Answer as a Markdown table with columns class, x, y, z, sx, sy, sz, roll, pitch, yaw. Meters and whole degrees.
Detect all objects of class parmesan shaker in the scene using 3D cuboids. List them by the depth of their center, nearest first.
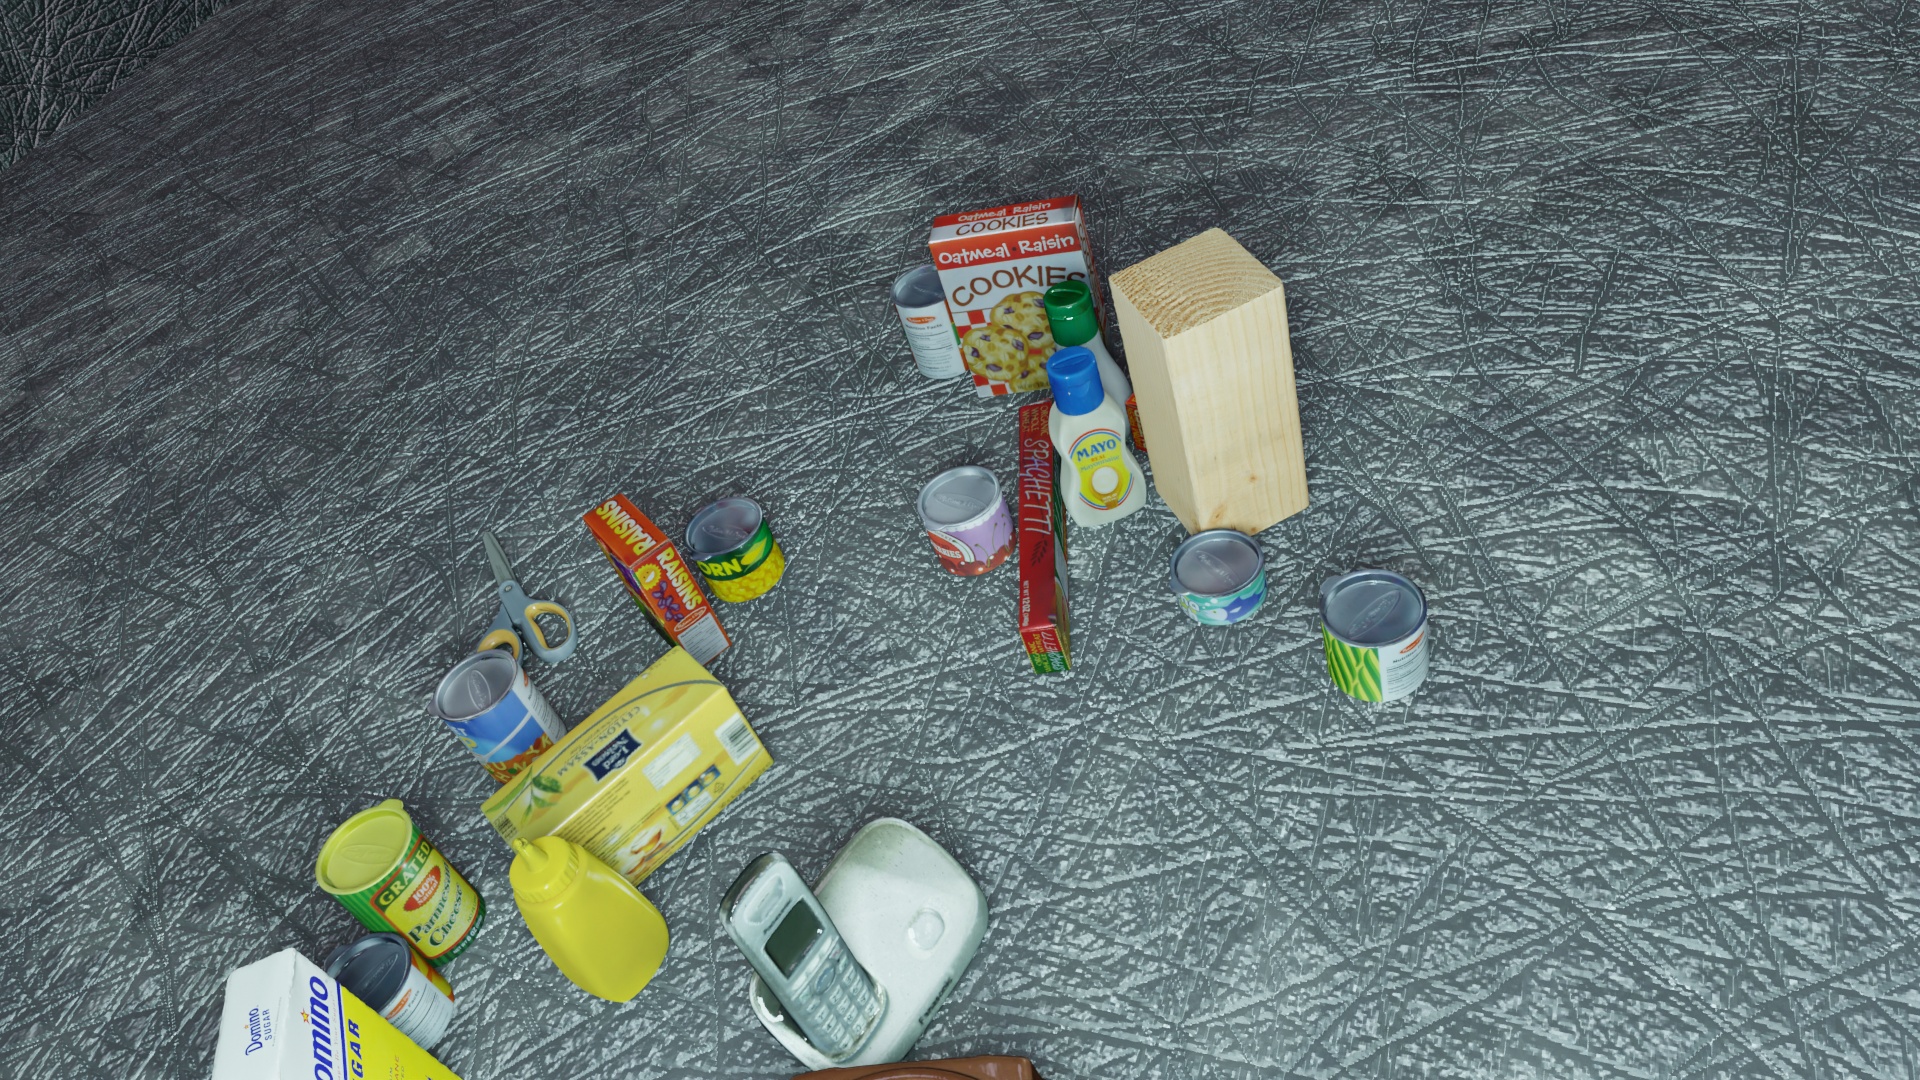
| class | x | y | z | sx | sy | sz | roll | pitch | yaw |
| --- | --- | --- | --- | --- | --- | --- | --- | --- | --- |
| parmesan shaker | -0.371 | 0.232 | 0.932 | 0.071 | 0.102 | 0.072 | -11 | 43 | 10 |

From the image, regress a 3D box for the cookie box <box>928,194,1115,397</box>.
| class | x | y | z | sx | sy | sz | roll | pitch | yaw |
| --- | --- | --- | --- | --- | --- | --- | --- | --- | --- |
| cookie box | 0.055 | -0.202 | 1.168 | 0.123 | 0.166 | 0.040 | -5 | 45 | 16 |

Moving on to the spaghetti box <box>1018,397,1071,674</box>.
| class | x | y | z | sx | sy | sz | roll | pitch | yaw |
| --- | --- | --- | --- | --- | --- | --- | --- | --- | --- |
| spaghetti box | 0.063 | -0.010 | 1.055 | 0.028 | 0.050 | 0.251 | -10 | 44 | 12 |

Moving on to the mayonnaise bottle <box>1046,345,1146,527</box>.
| class | x | y | z | sx | sy | sz | roll | pitch | yaw |
| --- | --- | --- | --- | --- | --- | --- | --- | --- | --- |
| mayonnaise bottle | 0.097 | -0.077 | 1.039 | 0.065 | 0.147 | 0.041 | -19 | 43 | 1 |

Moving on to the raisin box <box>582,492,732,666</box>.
| class | x | y | z | sx | sy | sz | roll | pitch | yaw |
| --- | --- | --- | --- | --- | --- | --- | --- | --- | --- |
| raisin box | -0.233 | 0.033 | 1.069 | 0.040 | 0.122 | 0.086 | -37 | 45 | -17 |

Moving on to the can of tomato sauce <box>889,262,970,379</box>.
| class | x | y | z | sx | sy | sz | roll | pitch | yaw |
| --- | --- | --- | --- | --- | --- | --- | --- | --- | --- |
| can of tomato sauce | -0.019 | -0.199 | 1.255 | 0.071 | 0.082 | 0.071 | -11 | 43 | 10 |

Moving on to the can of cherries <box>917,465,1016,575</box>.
| class | x | y | z | sx | sy | sz | roll | pitch | yaw |
| --- | --- | --- | --- | --- | --- | --- | --- | --- | --- |
| can of cherries | 0.004 | -0.013 | 1.075 | 0.071 | 0.058 | 0.072 | -11 | 43 | 10 |

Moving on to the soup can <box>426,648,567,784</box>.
| class | x | y | z | sx | sy | sz | roll | pitch | yaw |
| --- | --- | --- | --- | --- | --- | --- | --- | --- | --- |
| soup can | -0.345 | 0.134 | 1.037 | 0.071 | 0.083 | 0.072 | -11 | 43 | 10 |

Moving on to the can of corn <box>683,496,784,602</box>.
| class | x | y | z | sx | sy | sz | roll | pitch | yaw |
| --- | --- | --- | --- | --- | --- | --- | --- | --- | --- |
| can of corn | -0.183 | 0.010 | 1.121 | 0.071 | 0.058 | 0.071 | -11 | 43 | 10 |

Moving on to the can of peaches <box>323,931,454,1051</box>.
| class | x | y | z | sx | sy | sz | roll | pitch | yaw |
| --- | --- | --- | --- | --- | --- | --- | --- | --- | --- |
| can of peaches | -0.373 | 0.296 | 0.900 | 0.071 | 0.057 | 0.071 | -11 | 43 | 10 |

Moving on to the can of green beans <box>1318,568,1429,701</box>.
| class | x | y | z | sx | sy | sz | roll | pitch | yaw |
| --- | --- | --- | --- | --- | --- | --- | --- | --- | --- |
| can of green beans | 0.268 | 0.062 | 0.899 | 0.071 | 0.057 | 0.071 | -11 | 43 | 10 |

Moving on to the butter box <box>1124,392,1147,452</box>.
| class | x | y | z | sx | sy | sz | roll | pitch | yaw |
| --- | --- | --- | --- | --- | --- | --- | --- | --- | --- |
| butter box | 0.174 | -0.122 | 1.125 | 0.024 | 0.053 | 0.104 | 21 | 56 | 36 |

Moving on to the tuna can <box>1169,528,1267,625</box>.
| class | x | y | z | sx | sy | sz | roll | pitch | yaw |
| --- | --- | --- | --- | --- | --- | --- | --- | --- | --- |
| tuna can | 0.181 | 0.027 | 0.985 | 0.071 | 0.032 | 0.071 | -11 | 43 | 10 |

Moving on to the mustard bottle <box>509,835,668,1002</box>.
| class | x | y | z | sx | sy | sz | roll | pitch | yaw |
| --- | --- | --- | --- | --- | --- | --- | --- | --- | --- |
| mustard bottle | -0.234 | 0.222 | 0.849 | 0.049 | 0.159 | 0.065 | 14 | 53 | 32 |

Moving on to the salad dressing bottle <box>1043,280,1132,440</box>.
| class | x | y | z | sx | sy | sz | roll | pitch | yaw |
| --- | --- | --- | --- | --- | --- | --- | --- | --- | --- |
| salad dressing bottle | 0.099 | -0.136 | 1.099 | 0.064 | 0.147 | 0.044 | 11 | 51 | 30 |
